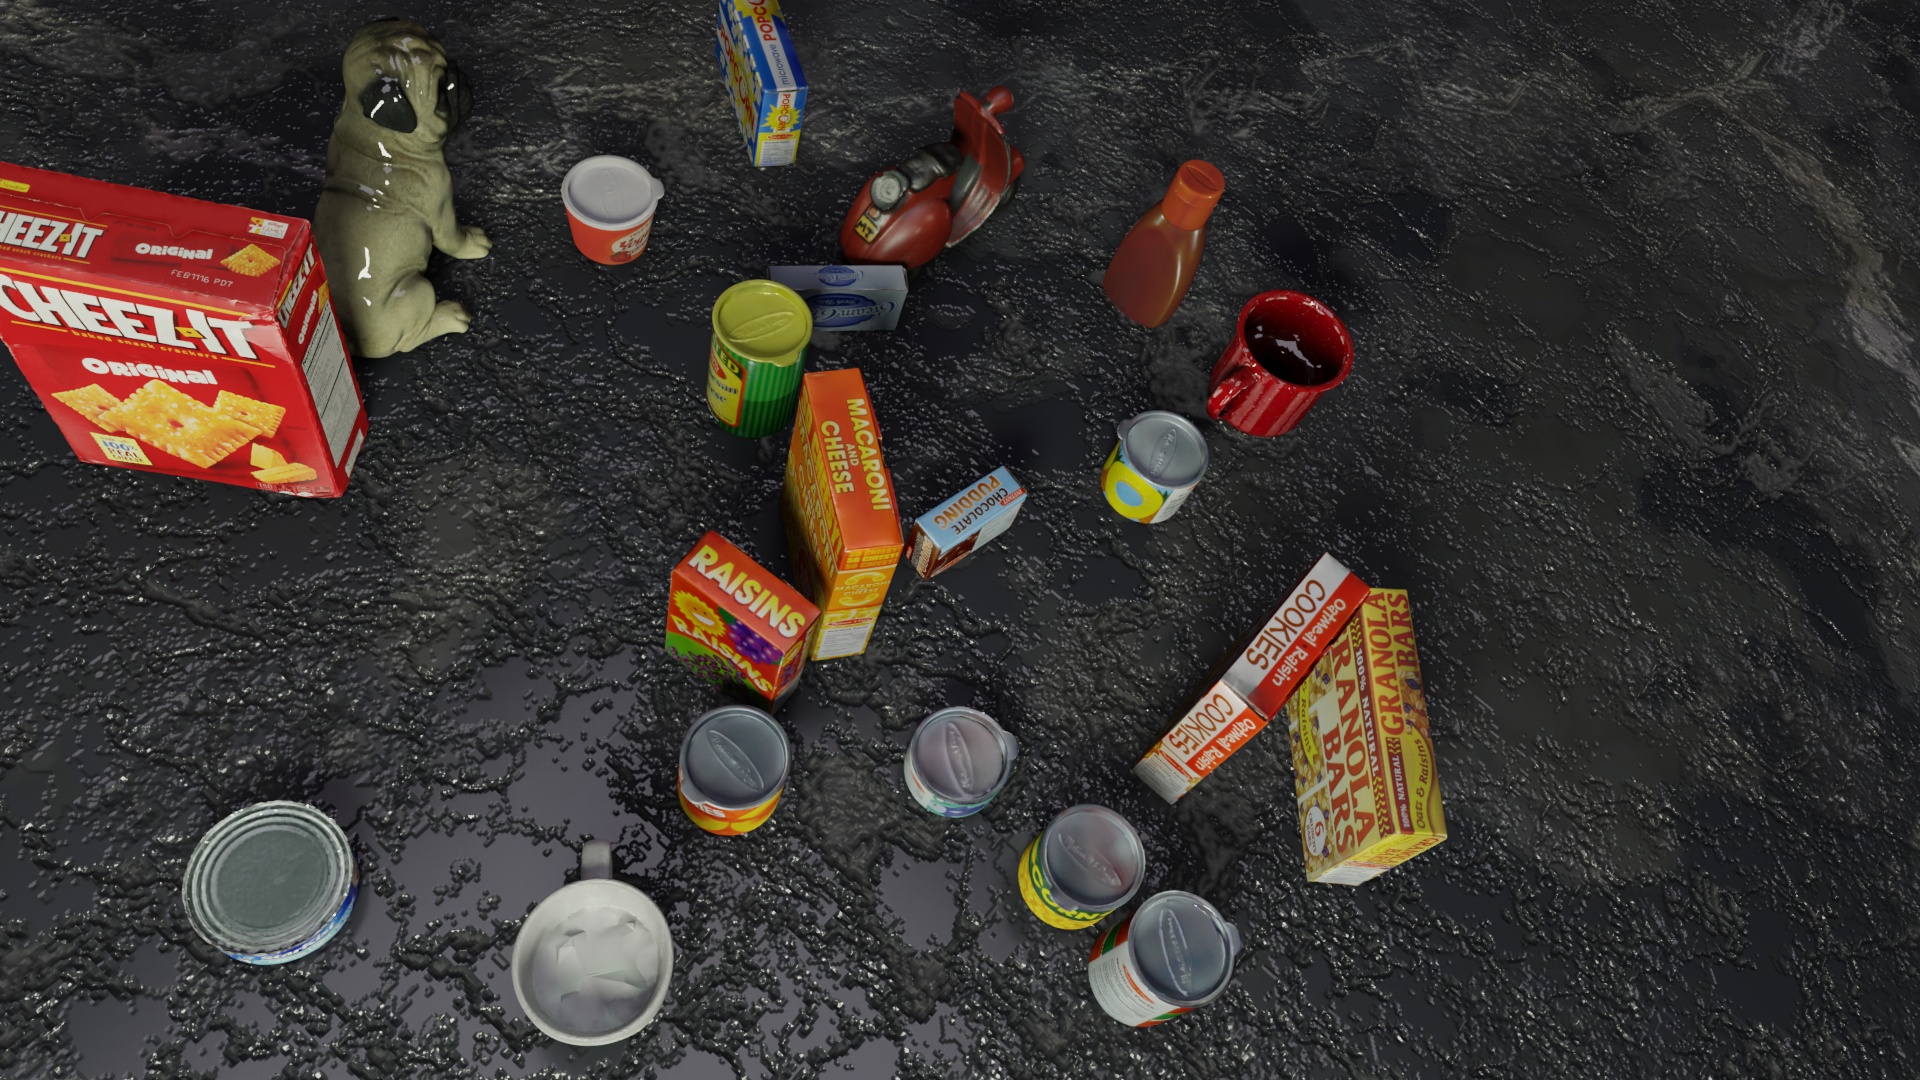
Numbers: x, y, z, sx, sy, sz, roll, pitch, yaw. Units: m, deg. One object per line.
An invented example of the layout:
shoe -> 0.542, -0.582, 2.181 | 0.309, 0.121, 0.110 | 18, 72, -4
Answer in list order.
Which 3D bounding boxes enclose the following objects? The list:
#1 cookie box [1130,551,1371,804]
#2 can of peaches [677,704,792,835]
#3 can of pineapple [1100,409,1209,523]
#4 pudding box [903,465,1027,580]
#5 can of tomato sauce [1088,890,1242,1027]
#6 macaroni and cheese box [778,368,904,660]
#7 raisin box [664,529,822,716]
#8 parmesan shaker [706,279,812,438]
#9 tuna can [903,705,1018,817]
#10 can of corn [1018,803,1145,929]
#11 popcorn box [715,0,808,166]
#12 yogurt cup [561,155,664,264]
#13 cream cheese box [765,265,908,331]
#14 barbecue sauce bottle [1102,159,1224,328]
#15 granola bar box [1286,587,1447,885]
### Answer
cookie box -> 0.184, 0.092, 0.892 | 0.040, 0.166, 0.123 | 41, 61, 9
can of peaches -> -0.141, 0.142, 0.848 | 0.071, 0.057, 0.071 | 6, 62, -11
can of pineapple -> 0.141, -0.055, 1.023 | 0.071, 0.057, 0.071 | 6, 62, -11
pudding box -> 0.003, -0.012, 0.971 | 0.084, 0.049, 0.030 | -33, 75, -26
can of tomato sauce -> 0.122, 0.254, 0.840 | 0.071, 0.082, 0.071 | 6, 62, -11
macaroni and cheese box -> -0.079, -0.013, 0.884 | 0.040, 0.165, 0.124 | -7, 65, -17
raisin box -> -0.136, 0.056, 0.858 | 0.086, 0.122, 0.040 | 36, 61, 6
parmesan shaker -> -0.140, -0.121, 0.962 | 0.071, 0.102, 0.071 | 6, 62, -11
tuna can -> 0.000, 0.143, 0.898 | 0.071, 0.032, 0.071 | 6, 62, -11
can of corn -> 0.073, 0.207, 0.867 | 0.071, 0.058, 0.071 | 6, 62, -11
popcorn box -> -0.159, -0.373, 1.101 | 0.038, 0.084, 0.127 | -12, 66, -19
yogurt cup -> -0.258, -0.241, 1.025 | 0.072, 0.053, 0.073 | 6, 62, -11
cream cheese box -> -0.095, -0.180, 1.033 | 0.104, 0.053, 0.024 | -3, 64, -15
barbecue sauce bottle -> 0.159, -0.229, 1.067 | 0.065, 0.147, 0.044 | 44, 62, 10
granola bar box -> 0.261, 0.130, 0.916 | 0.039, 0.123, 0.166 | 6, 62, -11
